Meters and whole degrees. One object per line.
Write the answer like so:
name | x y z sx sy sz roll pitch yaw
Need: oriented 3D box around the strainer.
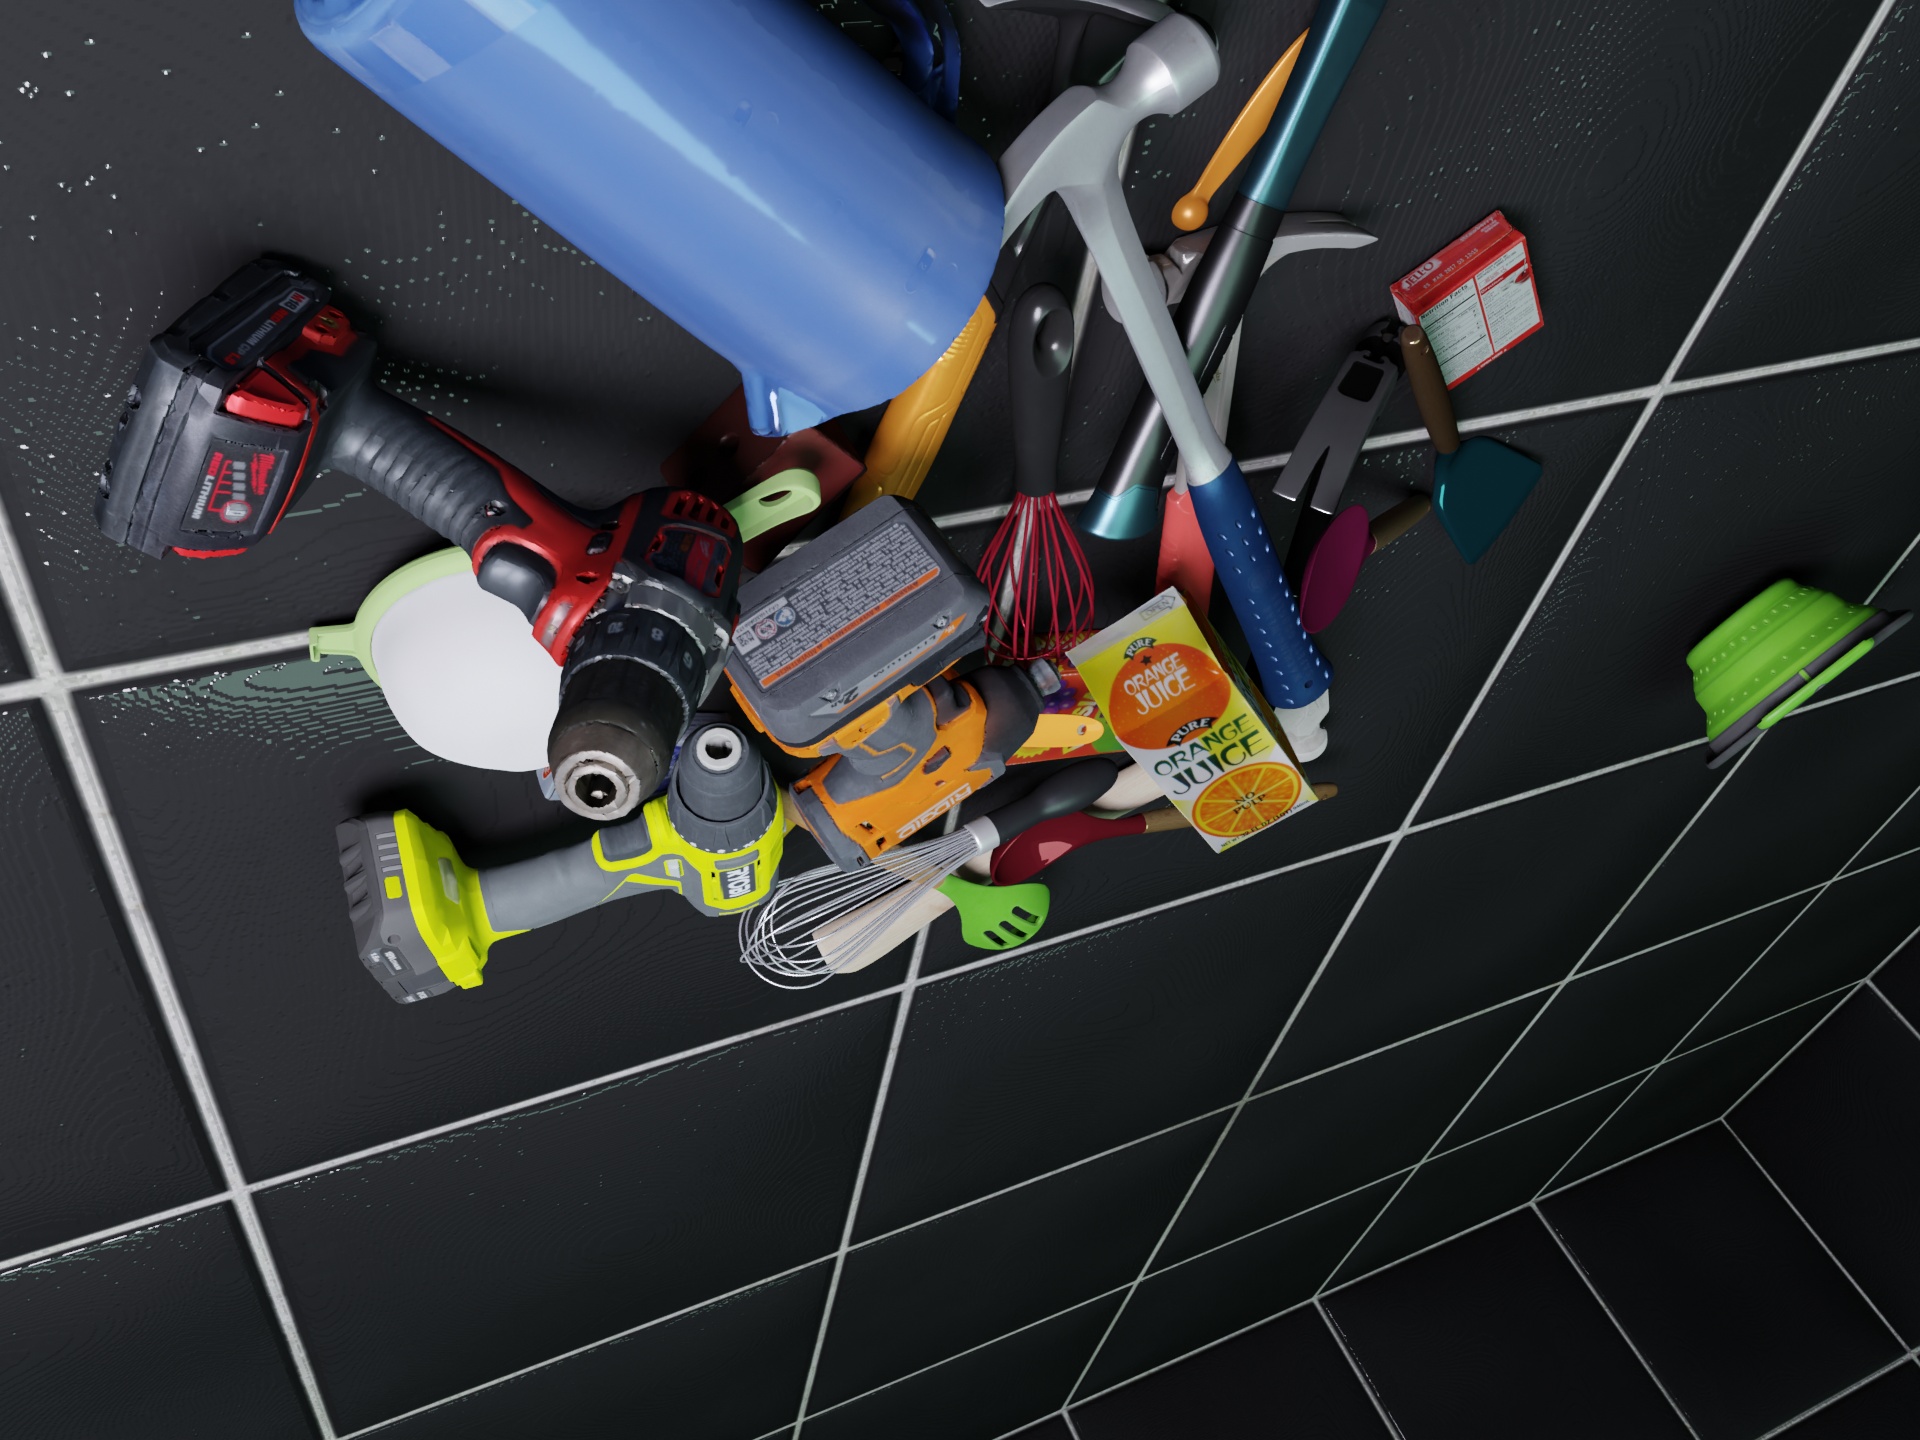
strainer | -0.167 -0.036 0.742 0.256 0.069 0.151 -25 147 24

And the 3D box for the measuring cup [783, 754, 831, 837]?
measuring cup | -0.084 0.048 1.004 0.156 0.029 0.062 -46 143 18

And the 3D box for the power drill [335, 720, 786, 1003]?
power drill | -0.206 0.071 0.857 0.228 0.080 0.190 -14 158 -12

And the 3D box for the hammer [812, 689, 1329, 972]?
hammer | 0.079 0.065 1.143 0.410 0.038 0.146 -28 144 -3

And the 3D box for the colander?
colander | 0.740 -0.053 1.457 0.204 0.094 0.397 -43 162 17

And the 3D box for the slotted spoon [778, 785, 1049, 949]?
slotted spoon | -0.032 0.099 1.062 0.070 0.031 0.313 -42 139 14

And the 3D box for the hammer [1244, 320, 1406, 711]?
hammer | 0.202 -0.071 0.986 0.146 0.035 0.334 -54 161 -39

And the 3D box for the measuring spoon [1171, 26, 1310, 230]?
measuring spoon | 0.142 -0.285 0.768 0.021 0.011 0.117 9 130 -43

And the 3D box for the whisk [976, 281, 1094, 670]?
whisk | 0.040 -0.114 0.842 0.073 0.073 0.295 -22 149 -13

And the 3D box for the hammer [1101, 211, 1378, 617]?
hammer | 0.142 -0.114 0.923 0.149 0.037 0.358 -17 135 -18

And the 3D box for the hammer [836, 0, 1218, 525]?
hammer | -0.005 -0.187 0.762 0.127 0.034 0.336 -3 137 -35

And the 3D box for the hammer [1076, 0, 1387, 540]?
hammer | 0.139 -0.234 0.759 0.128 0.033 0.331 4 121 -37

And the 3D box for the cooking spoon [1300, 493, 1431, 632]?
cooking spoon | 0.241 -0.107 0.932 0.319 0.017 0.068 -29 133 -60

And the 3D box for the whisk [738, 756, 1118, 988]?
whisk | -0.014 0.087 1.011 0.284 0.070 0.070 -25 146 -24

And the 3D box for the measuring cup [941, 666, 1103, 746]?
measuring cup | -0.002 -0.003 0.947 0.173 0.052 0.095 2 108 -23

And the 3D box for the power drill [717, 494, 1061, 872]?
power drill | -0.026 -0.017 0.808 0.164 0.084 0.226 -34 156 -7

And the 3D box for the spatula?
spatula | 0.302 -0.172 0.963 0.082 0.044 0.317 -54 156 7

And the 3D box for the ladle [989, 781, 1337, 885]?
ladle | 0.152 0.070 1.147 0.315 0.031 0.069 -7 138 -29

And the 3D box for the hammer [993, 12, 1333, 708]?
hammer | 0.113 -0.127 0.778 0.144 0.035 0.405 -39 138 -3

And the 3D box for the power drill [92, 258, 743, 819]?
power drill | -0.191 -0.063 0.593 0.226 0.188 0.080 27 120 -16
